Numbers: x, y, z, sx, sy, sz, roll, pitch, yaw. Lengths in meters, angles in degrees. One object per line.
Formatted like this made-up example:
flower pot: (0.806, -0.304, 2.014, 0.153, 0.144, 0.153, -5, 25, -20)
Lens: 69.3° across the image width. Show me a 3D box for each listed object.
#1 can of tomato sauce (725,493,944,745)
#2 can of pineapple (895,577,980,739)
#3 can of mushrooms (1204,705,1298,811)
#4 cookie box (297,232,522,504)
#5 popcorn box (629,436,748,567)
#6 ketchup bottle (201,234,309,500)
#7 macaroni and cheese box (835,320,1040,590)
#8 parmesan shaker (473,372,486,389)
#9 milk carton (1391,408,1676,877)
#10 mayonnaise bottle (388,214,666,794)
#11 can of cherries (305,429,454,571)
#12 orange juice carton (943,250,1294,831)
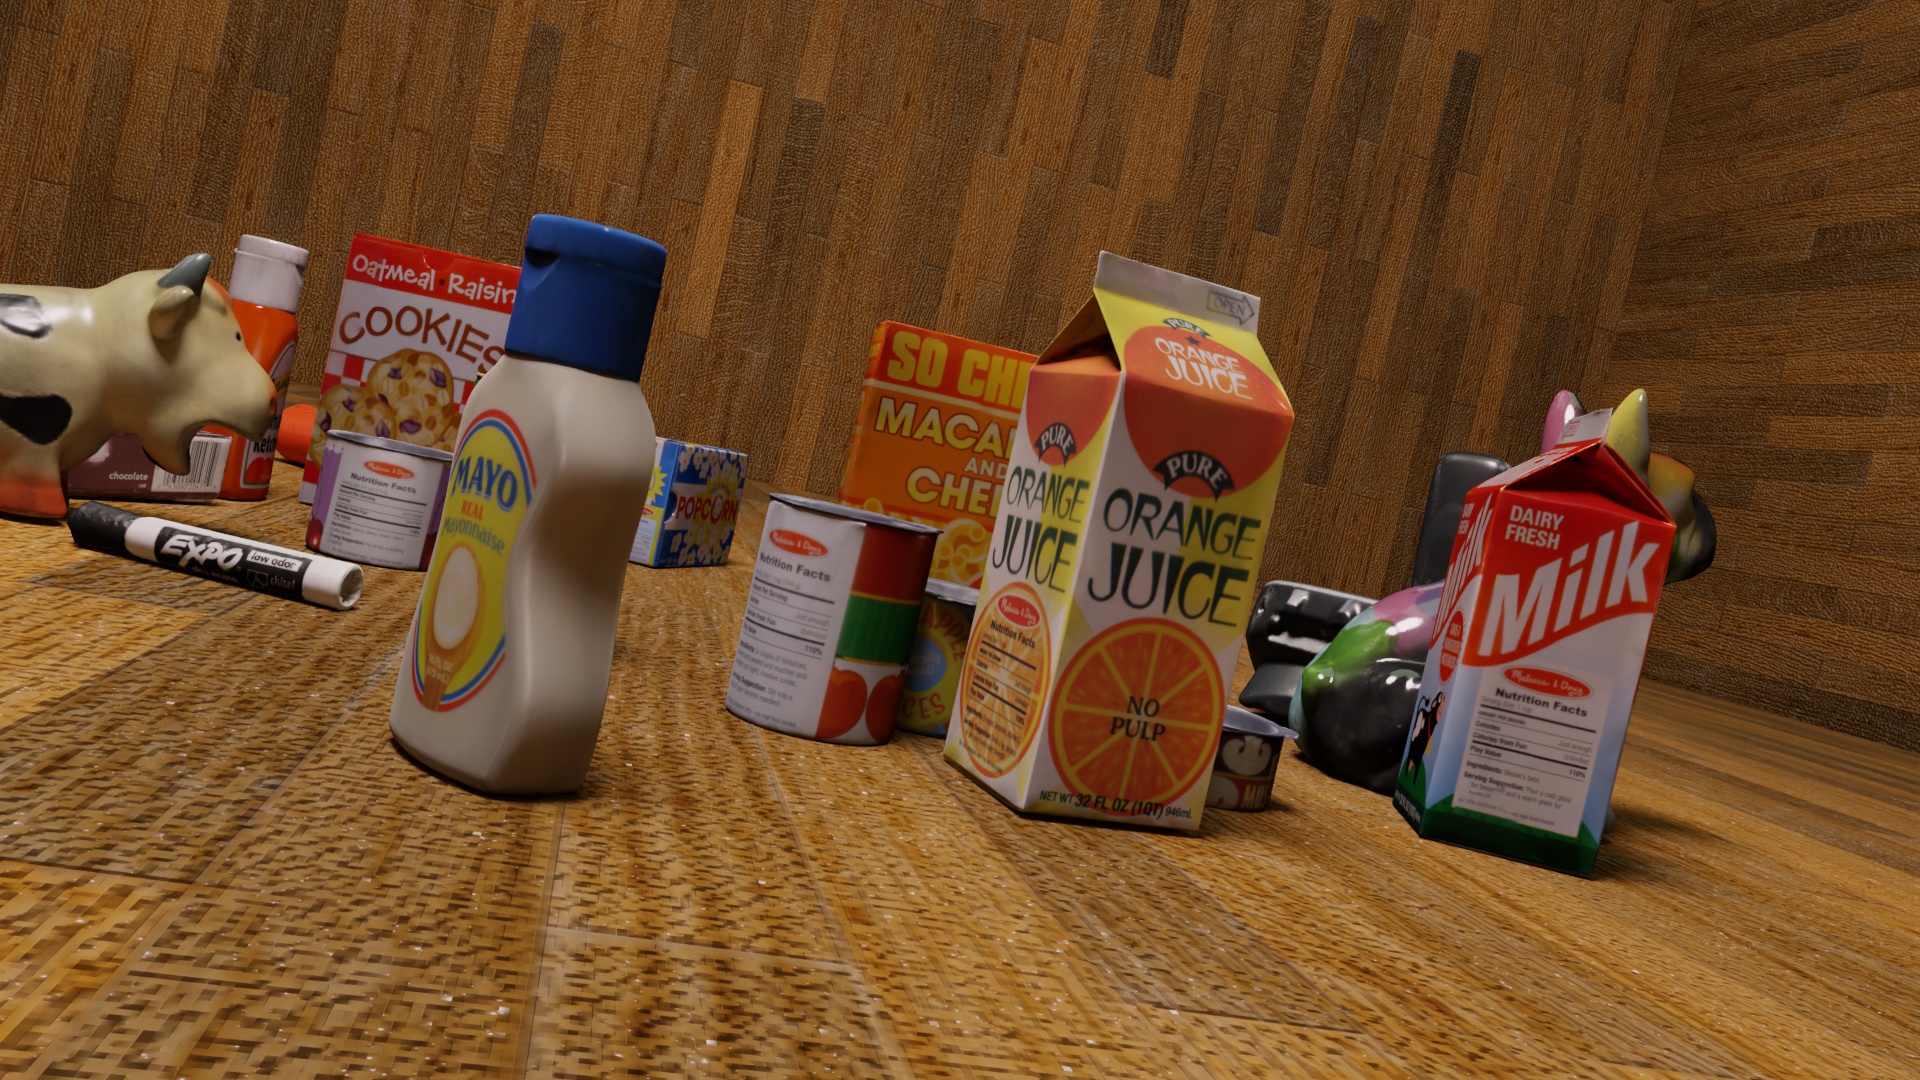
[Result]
can of tomato sauce: (-0.048, 0.029, 0.531, 0.071, 0.083, 0.071, 13, 2, 0)
can of pineapple: (-0.012, 0.048, 0.583, 0.071, 0.058, 0.071, 13, 2, 0)
can of mushrooms: (0.100, 0.086, 0.571, 0.071, 0.033, 0.071, 13, 3, 0)
cookie box: (-0.321, -0.091, 0.840, 0.123, 0.167, 0.040, 13, 2, 11)
popcorn box: (-0.195, -0.026, 0.971, 0.038, 0.085, 0.127, 13, 3, 12)
ketchup bottle: (-0.411, -0.099, 0.801, 0.043, 0.148, 0.065, 12, 2, -10)
macaroni and cheese box: (0.002, -0.008, 0.657, 0.124, 0.166, 0.040, 12, 2, -12)
parmesan shaker: (-0.170, -0.009, 0.552, 0.071, 0.103, 0.071, 13, 2, 0)
milk carton: (0.250, 0.038, 0.602, 0.073, 0.190, 0.072, 13, 2, 8)
mayonnaise bottle: (-0.113, -0.011, 0.374, 0.065, 0.148, 0.041, 15, 3, 40)
can of cherries: (-0.287, -0.020, 0.697, 0.071, 0.058, 0.071, 13, 2, 0)
orange juice carton: (0.058, -0.001, 0.496, 0.072, 0.192, 0.073, 12, 2, -24)
